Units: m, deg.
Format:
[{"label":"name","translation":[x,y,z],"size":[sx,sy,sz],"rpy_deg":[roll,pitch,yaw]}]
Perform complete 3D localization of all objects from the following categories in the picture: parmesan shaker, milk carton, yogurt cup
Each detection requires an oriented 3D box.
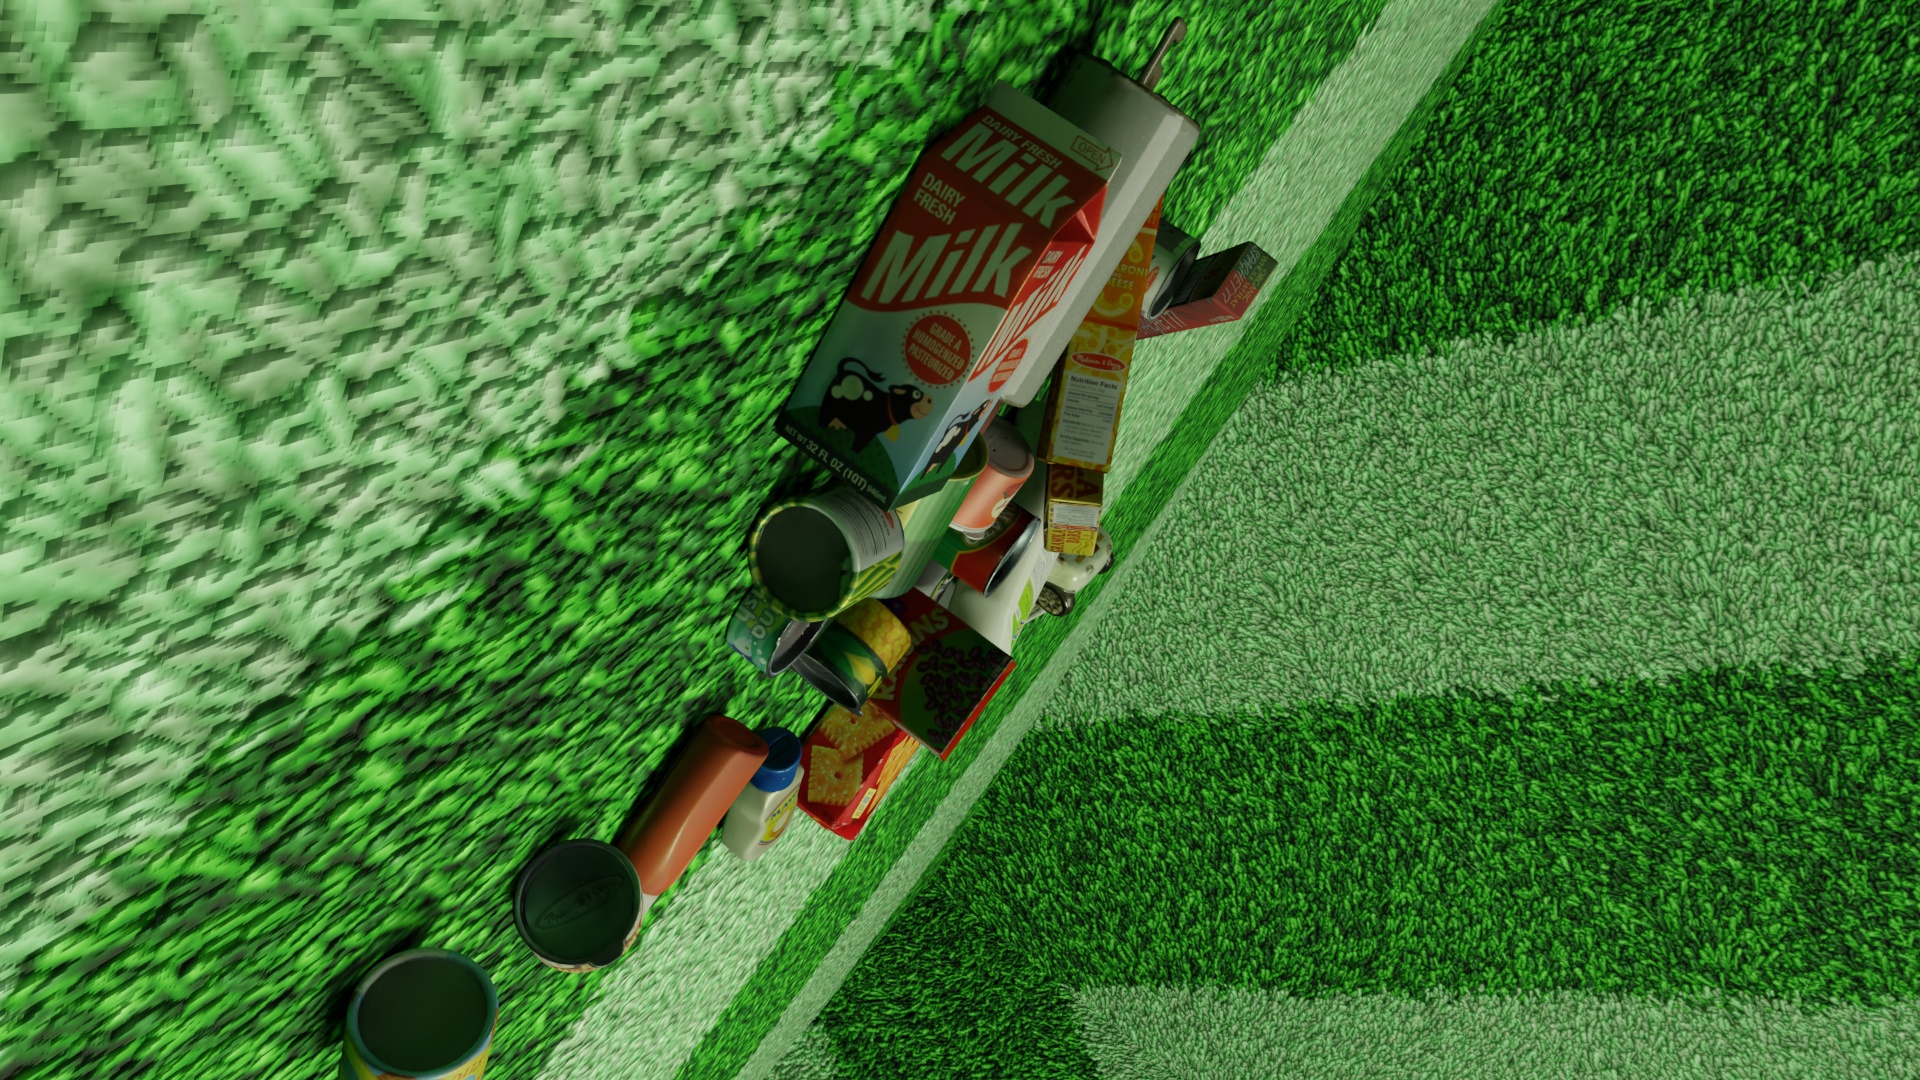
[{"label":"parmesan shaker","translation":[-0.037,-0.026,0.792],"size":[0.072,0.071,0.102],"rpy_deg":[-42,167,-49]},{"label":"milk carton","translation":[-0.002,-0.113,0.650],"size":[0.190,0.072,0.074],"rpy_deg":[-59,168,20]},{"label":"yogurt cup","translation":[0.010,-0.047,0.892],"size":[0.053,0.072,0.073],"rpy_deg":[-44,177,36]}]

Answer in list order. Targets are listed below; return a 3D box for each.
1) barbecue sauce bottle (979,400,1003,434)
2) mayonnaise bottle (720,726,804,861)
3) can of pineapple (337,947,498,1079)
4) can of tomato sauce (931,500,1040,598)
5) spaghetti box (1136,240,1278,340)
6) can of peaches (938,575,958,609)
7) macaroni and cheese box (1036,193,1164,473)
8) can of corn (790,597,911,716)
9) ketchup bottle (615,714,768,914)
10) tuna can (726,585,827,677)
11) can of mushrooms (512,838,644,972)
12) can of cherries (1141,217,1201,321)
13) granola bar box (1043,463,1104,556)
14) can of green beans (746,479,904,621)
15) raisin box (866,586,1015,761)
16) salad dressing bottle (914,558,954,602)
[{"label":"barbecue sauce bottle","translation":[0.005,-0.091,0.832],"size":[0.148,0.044,0.065],"rpy_deg":[-57,176,14]},{"label":"mayonnaise bottle","translation":[-0.145,0.187,1.040],"size":[0.065,0.041,0.147],"rpy_deg":[-45,167,-34]},{"label":"can of pineapple","translation":[-0.252,0.234,0.647],"size":[0.071,0.071,0.057],"rpy_deg":[-42,163,-49]},{"label":"can of tomato sauce","translation":[0.003,-0.012,0.956],"size":[0.071,0.083,0.071],"rpy_deg":[-52,169,-14]},{"label":"spaghetti box","translation":[0.172,-0.187,1.063],"size":[0.050,0.028,0.250],"rpy_deg":[-55,-169,-2]},{"label":"can of peaches","translation":[0.003,0.031,1.134],"size":[0.058,0.071,0.071],"rpy_deg":[-48,167,-31]},{"label":"macaroni and cheese box","translation":[0.082,-0.126,0.833],"size":[0.124,0.040,0.166],"rpy_deg":[-87,-172,-86]},{"label":"can of corn","translation":[-0.073,0.072,0.919],"size":[0.058,0.071,0.071],"rpy_deg":[-51,169,-21]},{"label":"ketchup bottle","translation":[-0.180,0.179,0.861],"size":[0.149,0.043,0.064],"rpy_deg":[-55,168,1]},{"label":"tuna can","translation":[-0.103,0.044,0.802],"size":[0.071,0.033,0.071],"rpy_deg":[-52,169,-14]},{"label":"can of mushrooms","translation":[-0.203,0.199,0.746],"size":[0.071,0.071,0.033],"rpy_deg":[-49,170,-26]},{"label":"can of cherries","translation":[0.131,-0.200,0.995],"size":[0.071,0.058,0.071],"rpy_deg":[-52,168,-15]},{"label":"granola bar box","translation":[0.083,-0.085,0.983],"size":[0.124,0.039,0.166],"rpy_deg":[83,12,-74]},{"label":"can of green beans","translation":[-0.071,0.005,0.734],"size":[0.071,0.071,0.058],"rpy_deg":[-59,168,21]},{"label":"raisin box","translation":[-0.035,0.083,0.973],"size":[0.086,0.123,0.040],"rpy_deg":[-53,168,-10]},{"label":"salad dressing bottle","translation":[-0.038,0.042,1.047],"size":[0.147,0.044,0.064],"rpy_deg":[-60,180,30]}]
